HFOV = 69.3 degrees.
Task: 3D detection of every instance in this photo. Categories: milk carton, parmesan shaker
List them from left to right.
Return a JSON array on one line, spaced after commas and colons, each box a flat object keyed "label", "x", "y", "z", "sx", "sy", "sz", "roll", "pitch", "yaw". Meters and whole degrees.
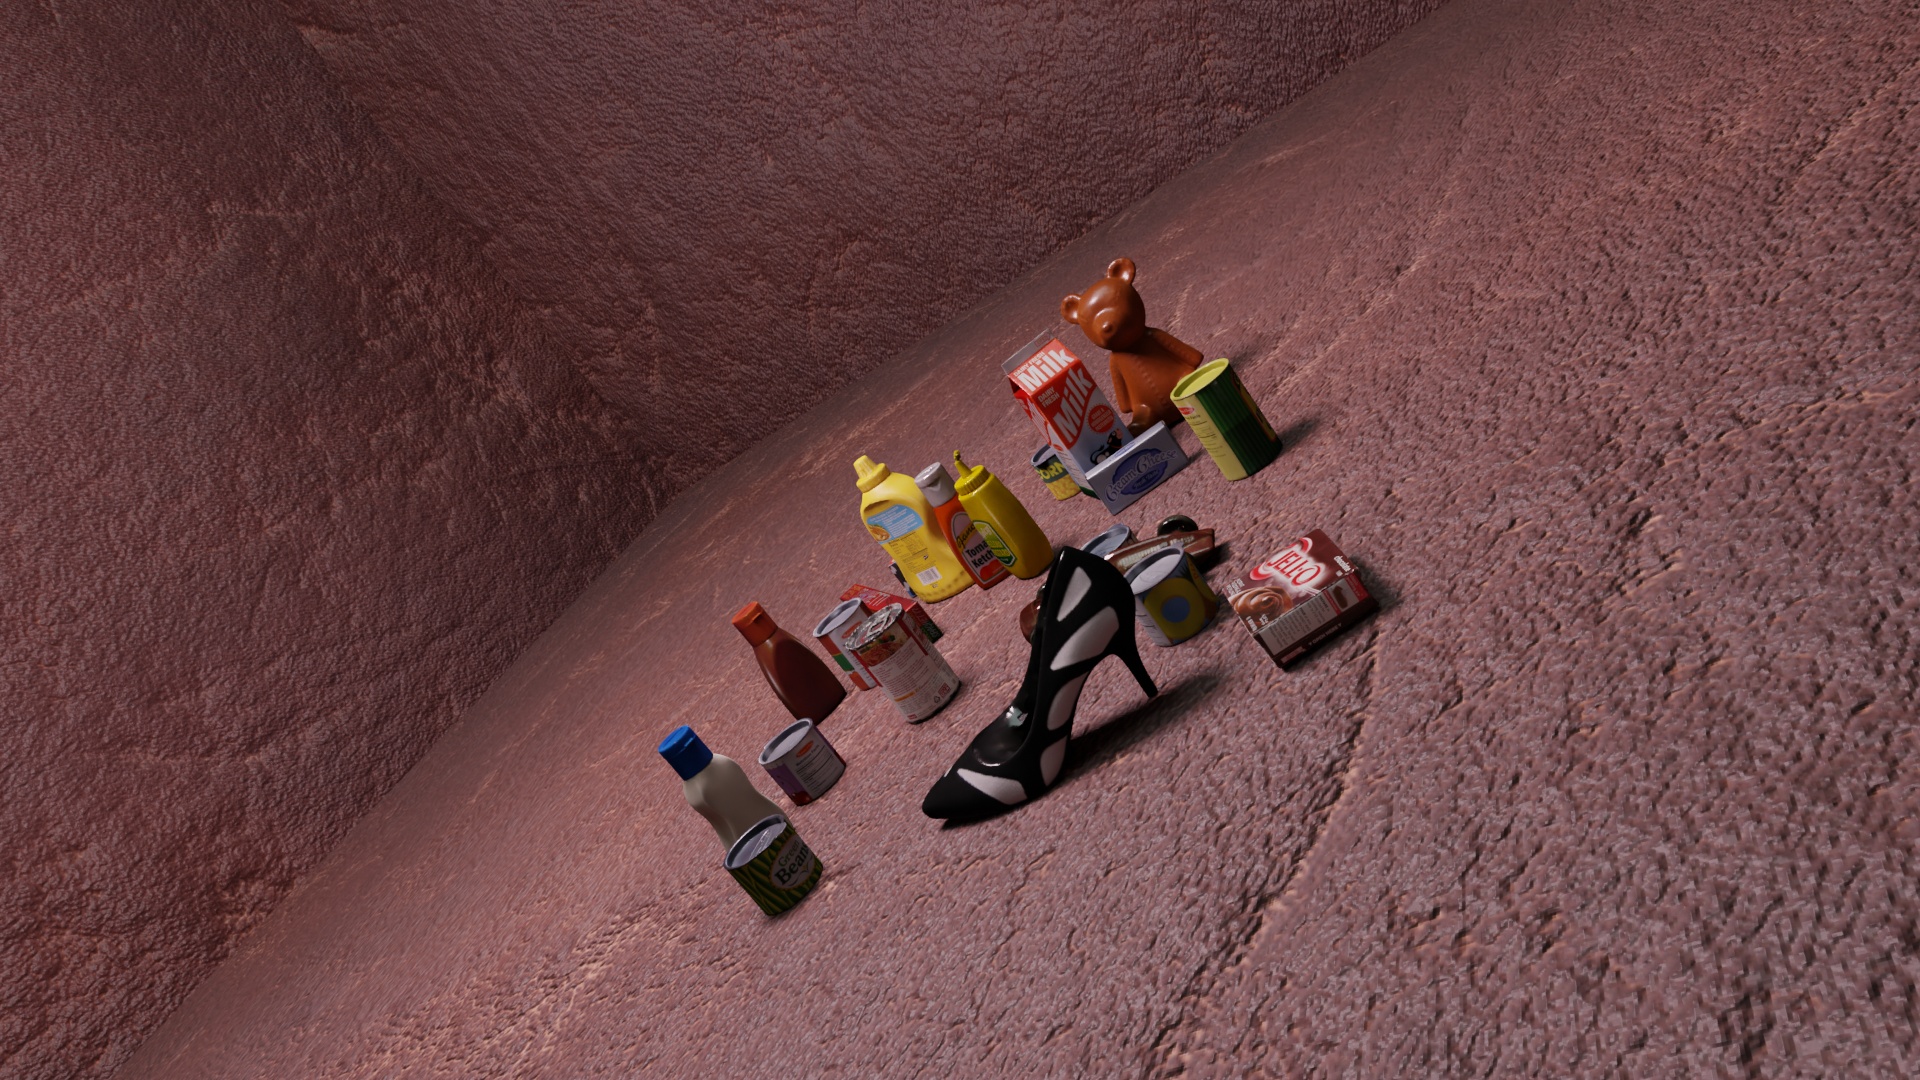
[{"label": "milk carton", "x": 0.126, "y": -0.143, "z": 1.572, "sx": 0.072, "sy": 0.190, "sz": 0.073, "roll": -39, "pitch": 15, "yaw": -6}, {"label": "parmesan shaker", "x": 0.261, "y": -0.119, "z": 1.367, "sx": 0.071, "sy": 0.103, "sz": 0.071, "roll": -34, "pitch": 15, "yaw": 11}]

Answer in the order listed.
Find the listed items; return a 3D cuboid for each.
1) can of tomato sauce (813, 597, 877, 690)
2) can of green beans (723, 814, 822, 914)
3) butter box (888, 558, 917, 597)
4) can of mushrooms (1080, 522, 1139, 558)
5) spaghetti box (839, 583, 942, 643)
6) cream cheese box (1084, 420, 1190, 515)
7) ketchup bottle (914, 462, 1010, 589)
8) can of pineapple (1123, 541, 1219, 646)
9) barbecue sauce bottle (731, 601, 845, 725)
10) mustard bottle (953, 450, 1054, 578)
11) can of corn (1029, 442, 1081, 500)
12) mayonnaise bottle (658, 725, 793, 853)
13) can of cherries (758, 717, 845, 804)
[{"label": "can of tomato sauce", "x": -0.113, "y": 0.115, "z": 1.549, "sx": 0.071, "sy": 0.083, "sz": 0.071, "roll": -34, "pitch": 15, "yaw": 11}, {"label": "can of green beans", "x": -0.163, "y": 0.283, "z": 1.213, "sx": 0.071, "sy": 0.057, "sz": 0.071, "roll": -34, "pitch": 15, "yaw": 11}, {"label": "butter box", "x": -0.032, "y": 0.022, "z": 1.703, "sx": 0.103, "sy": 0.053, "sz": 0.024, "roll": -32, "pitch": 16, "yaw": 17}, {"label": "can of mushrooms", "x": 0.147, "y": 0.016, "z": 1.356, "sx": 0.071, "sy": 0.033, "sz": 0.071, "roll": -34, "pitch": 15, "yaw": 11}, {"label": "spaghetti box", "x": -0.086, "y": 0.087, "z": 1.635, "sx": 0.029, "sy": 0.050, "sz": 0.250, "roll": -41, "pitch": 16, "yaw": -14}, {"label": "cream cheese box", "x": 0.191, "y": -0.077, "z": 1.498, "sx": 0.103, "sy": 0.053, "sz": 0.024, "roll": -35, "pitch": 15, "yaw": 9}, {"label": "ketchup bottle", "x": 0.006, "y": -0.020, "z": 1.557, "sx": 0.064, "sy": 0.148, "sz": 0.043, "roll": -36, "pitch": 15, "yaw": 5}, {"label": "can of pineapple", "x": 0.175, "y": 0.045, "z": 1.160, "sx": 0.071, "sy": 0.057, "sz": 0.071, "roll": -34, "pitch": 15, "yaw": 11}, {"label": "barbecue sauce bottle", "x": -0.195, "y": 0.135, "z": 1.549, "sx": 0.065, "sy": 0.148, "sz": 0.043, "roll": -46, "pitch": 17, "yaw": -29}, {"label": "mustard bottle", "x": 0.036, "y": -0.031, "z": 1.501, "sx": 0.049, "sy": 0.160, "sz": 0.065, "roll": -43, "pitch": 16, "yaw": -21}, {"label": "can of corn", "x": 0.125, "y": -0.089, "z": 1.668, "sx": 0.071, "sy": 0.058, "sz": 0.071, "roll": -34, "pitch": 15, "yaw": 11}, {"label": "mayonnaise bottle", "x": -0.223, "y": 0.239, "z": 1.305, "sx": 0.041, "sy": 0.148, "sz": 0.065, "roll": -21, "pitch": 22, "yaw": 47}, {"label": "can of cherries", "x": -0.158, "y": 0.220, "z": 1.386, "sx": 0.071, "sy": 0.058, "sz": 0.072, "roll": -34, "pitch": 15, "yaw": 11}]
